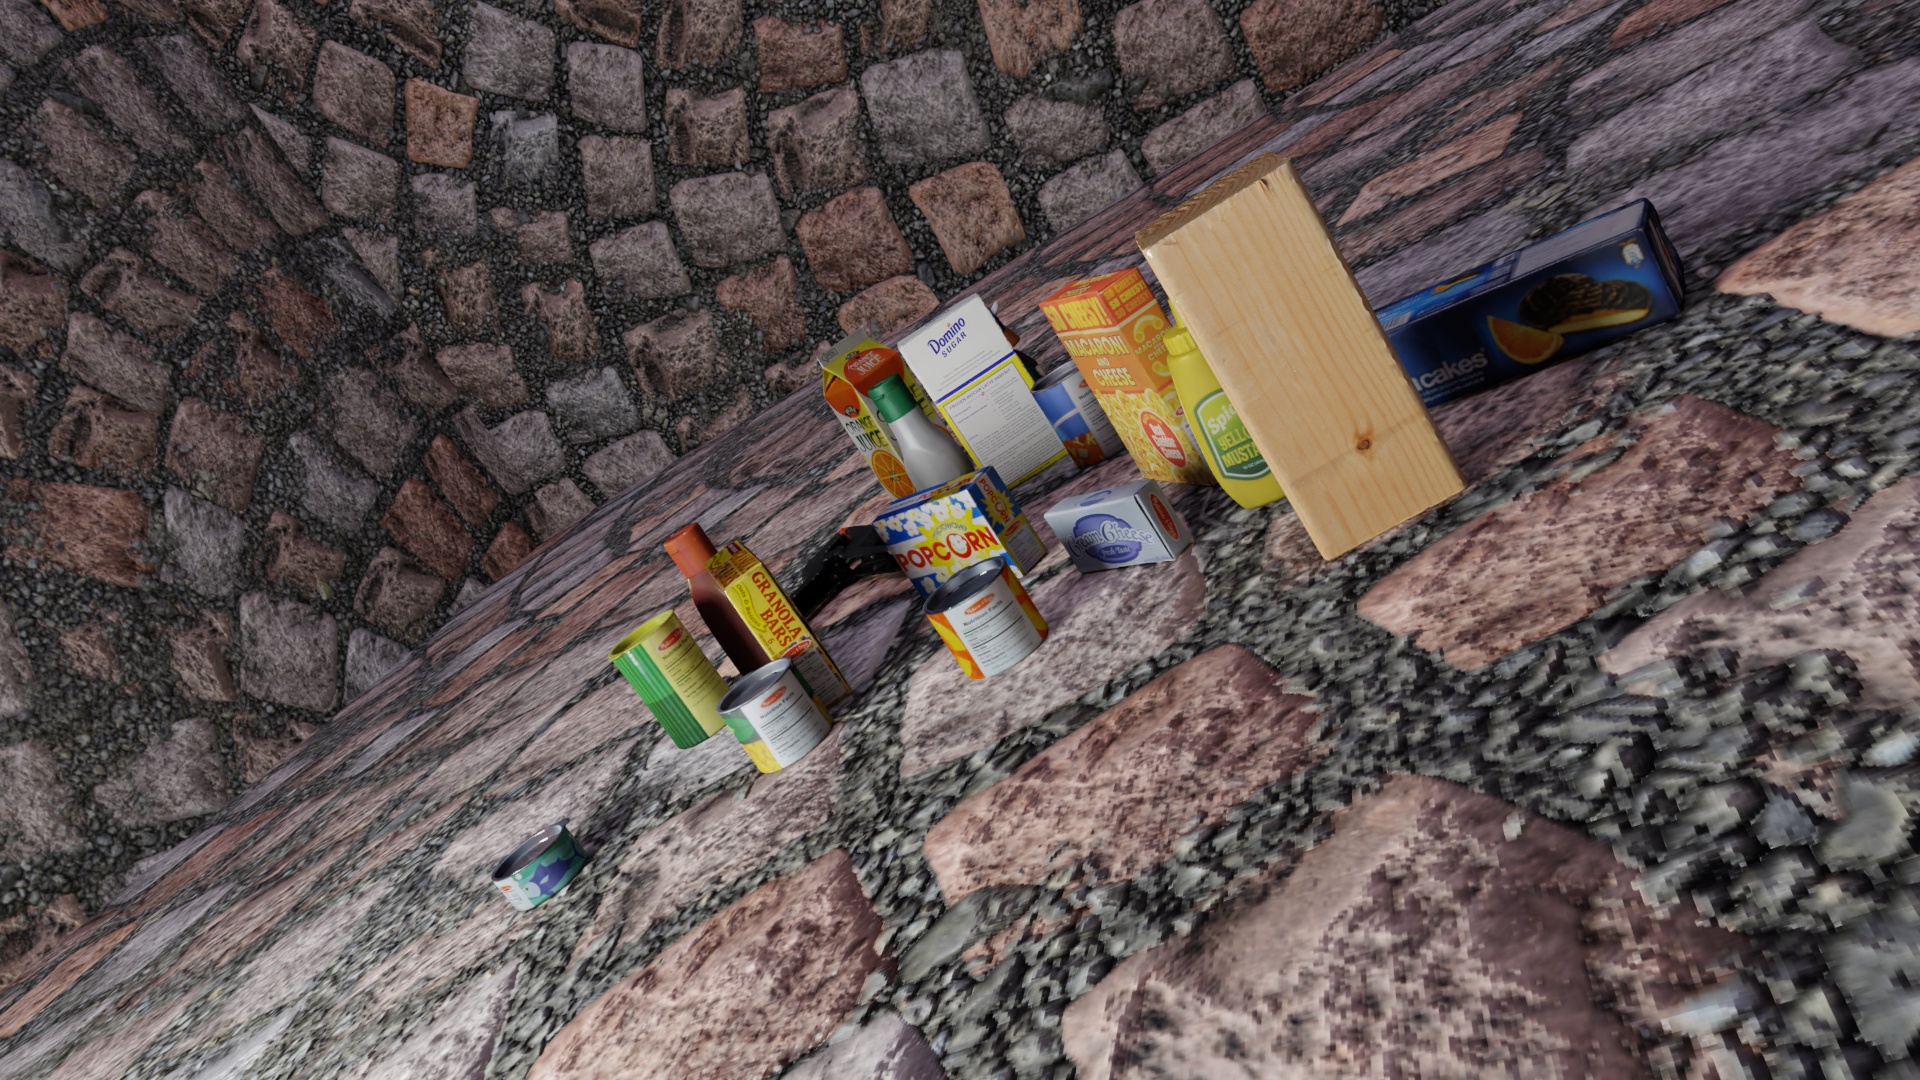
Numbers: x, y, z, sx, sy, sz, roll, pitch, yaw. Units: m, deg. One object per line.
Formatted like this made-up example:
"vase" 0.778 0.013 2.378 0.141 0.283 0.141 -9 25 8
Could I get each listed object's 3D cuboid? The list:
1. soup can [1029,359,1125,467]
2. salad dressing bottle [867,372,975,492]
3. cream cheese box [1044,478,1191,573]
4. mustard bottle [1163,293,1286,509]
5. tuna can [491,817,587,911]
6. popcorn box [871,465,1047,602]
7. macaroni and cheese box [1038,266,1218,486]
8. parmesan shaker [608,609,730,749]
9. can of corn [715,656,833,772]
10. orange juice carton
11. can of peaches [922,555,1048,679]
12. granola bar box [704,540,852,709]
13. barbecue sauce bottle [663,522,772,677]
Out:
"soup can" 0.111 -0.117 1.259 0.071 0.083 0.071 -31 14 9
"salad dressing bottle" -0.038 -0.096 1.382 0.064 0.147 0.044 -23 17 37
"cream cheese box" 0.107 -0.008 0.959 0.024 0.053 0.103 -41 16 -30
"mustard bottle" 0.171 -0.098 0.902 0.065 0.160 0.049 -26 15 26
"tuna can" -0.321 0.249 1.067 0.071 0.032 0.071 -31 14 9
"popcorn box" -0.003 -0.003 1.117 0.126 0.085 0.038 -17 21 48
"macaroni and cheese box" 0.136 -0.122 1.047 0.040 0.166 0.124 -36 14 -11
"parmesan shaker" -0.246 0.121 1.190 0.071 0.103 0.071 -31 14 9
"can of corn" -0.136 0.128 1.021 0.071 0.058 0.071 -31 14 9
"orange juice carton" -0.080 -0.137 1.517 0.072 0.192 0.073 -40 15 -28
"can of peaches" 0.017 0.052 0.941 0.071 0.058 0.071 -31 14 9
"granola bar box" -0.150 0.067 1.120 0.039 0.124 0.165 -35 14 -9
"barbecue sauce bottle" -0.210 0.054 1.247 0.064 0.148 0.044 -22 17 38
